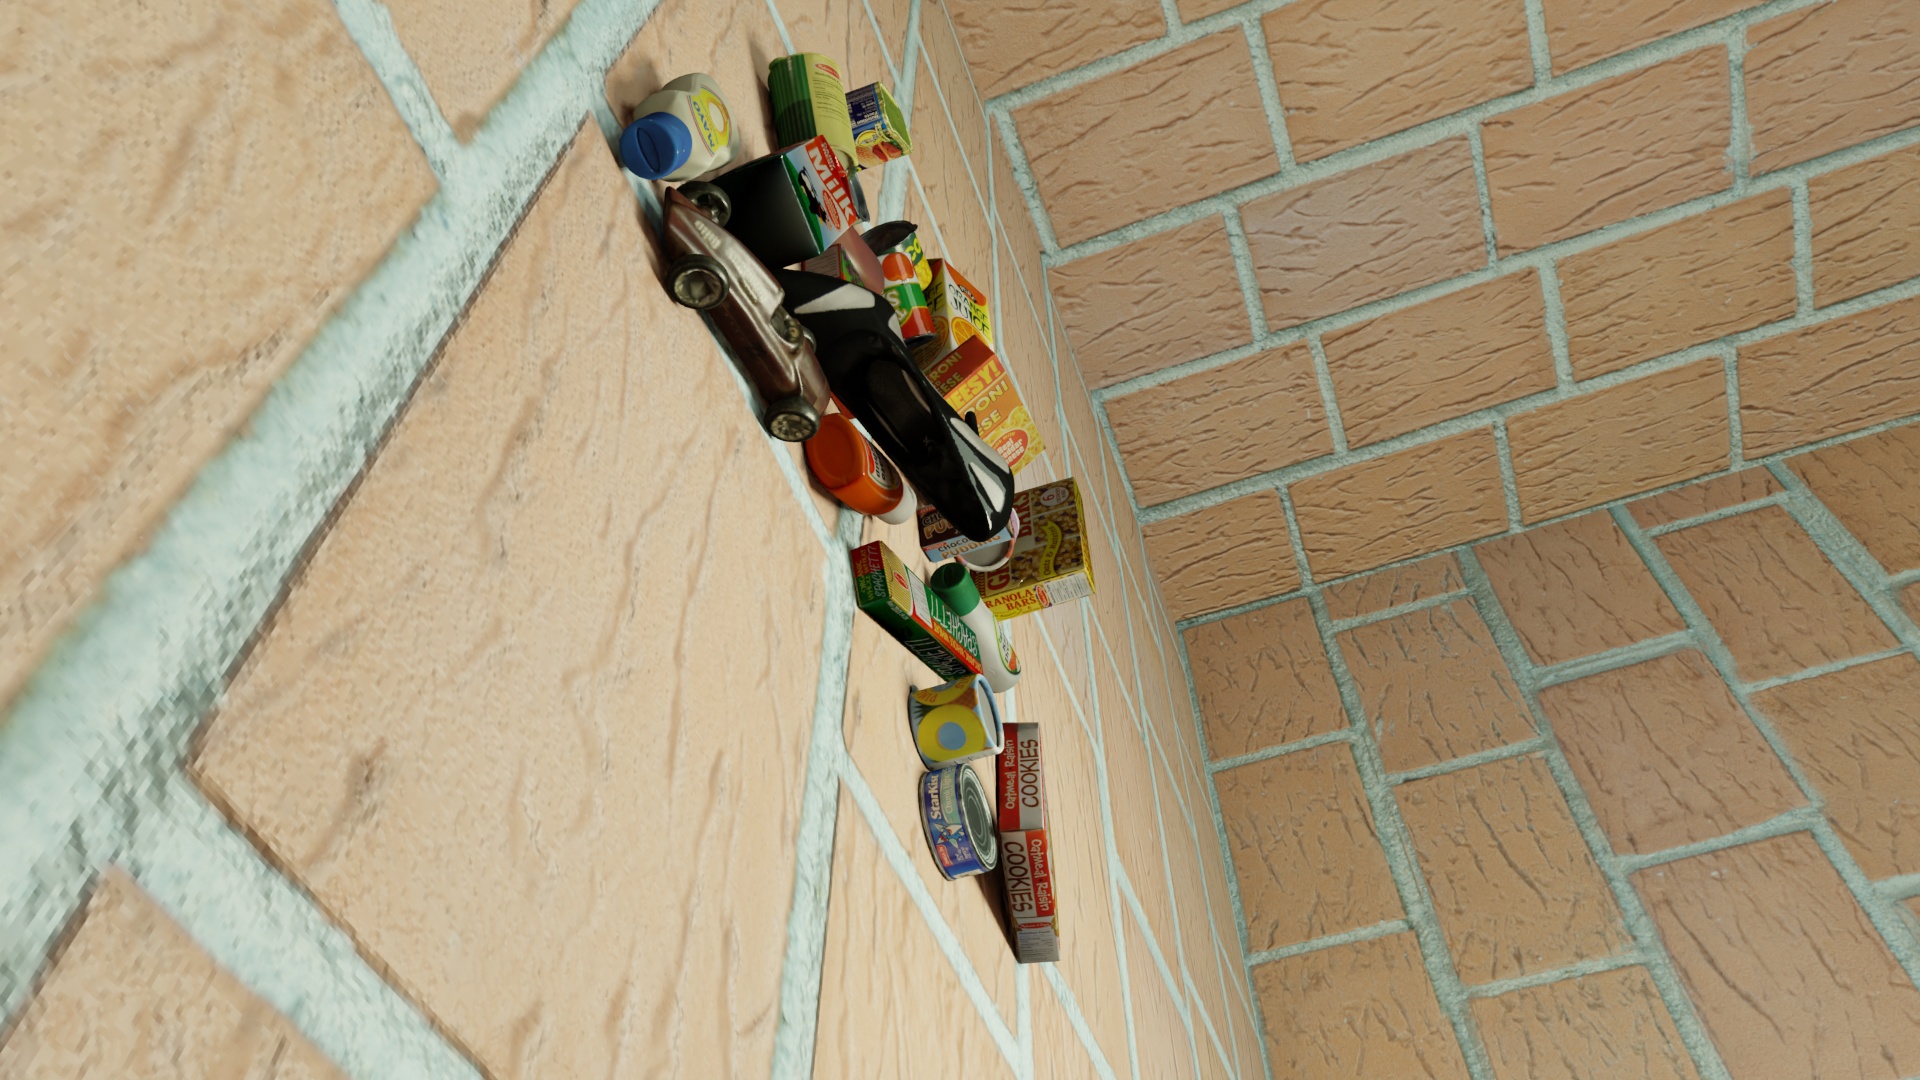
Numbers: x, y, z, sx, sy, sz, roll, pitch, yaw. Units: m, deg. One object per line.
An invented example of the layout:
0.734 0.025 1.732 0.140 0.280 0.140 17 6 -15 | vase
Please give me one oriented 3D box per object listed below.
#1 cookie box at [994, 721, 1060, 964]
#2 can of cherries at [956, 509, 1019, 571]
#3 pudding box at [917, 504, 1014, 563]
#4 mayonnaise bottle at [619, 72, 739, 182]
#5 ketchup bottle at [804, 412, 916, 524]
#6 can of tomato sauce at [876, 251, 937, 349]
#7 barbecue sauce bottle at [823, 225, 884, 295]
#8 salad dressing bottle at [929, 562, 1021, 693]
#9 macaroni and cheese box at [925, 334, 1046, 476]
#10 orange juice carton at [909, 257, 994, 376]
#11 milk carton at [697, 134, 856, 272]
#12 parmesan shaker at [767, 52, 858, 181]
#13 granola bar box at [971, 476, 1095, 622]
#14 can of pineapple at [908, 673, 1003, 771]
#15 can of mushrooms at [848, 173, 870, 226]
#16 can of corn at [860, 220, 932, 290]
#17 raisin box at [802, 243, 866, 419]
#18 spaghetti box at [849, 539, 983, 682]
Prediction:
0.057 0.257 1.182 0.123 0.040 0.166 -90 173 -54 | cookie box
0.024 -0.010 1.425 0.058 0.071 0.071 -67 139 -70 | can of cherries
0.005 -0.016 1.299 0.030 0.083 0.050 59 18 -49 | pudding box
-0.181 -0.262 0.895 0.149 0.041 0.064 -81 152 -66 | mayonnaise bottle
-0.074 -0.048 1.084 0.065 0.043 0.148 68 9 19 | ketchup bottle
-0.067 -0.222 1.307 0.071 0.071 0.083 -14 86 -78 | can of tomato sauce
-0.113 -0.263 1.206 0.065 0.043 0.148 65 9 23 | barbecue sauce bottle
0.014 0.082 1.302 0.064 0.044 0.147 -96 164 -48 | salad dressing bottle
0.002 -0.101 1.316 0.040 0.124 0.166 46 -5 34 | macaroni and cheese box
-0.018 -0.213 1.400 0.071 0.073 0.194 37 33 -36 | orange juice carton
-0.131 -0.252 1.037 0.191 0.072 0.073 -77 148 -68 | milk carton
-0.132 -0.366 1.215 0.071 0.071 0.103 49 27 -63 | parmesan shaker
0.074 0.008 1.484 0.166 0.124 0.039 -91 161 -53 | granola bar box
-0.003 0.142 1.102 0.071 0.058 0.071 -19 92 -78 | can of pineapple
-0.114 -0.327 1.318 0.071 0.033 0.071 -19 92 -79 | can of mushrooms
-0.065 -0.276 1.376 0.071 0.071 0.058 -91 161 -53 | can of corn
-0.097 -0.175 1.165 0.085 0.040 0.124 61 17 -49 | raisin box
-0.031 0.068 1.153 0.249 0.028 0.050 50 26 -62 | spaghetti box
